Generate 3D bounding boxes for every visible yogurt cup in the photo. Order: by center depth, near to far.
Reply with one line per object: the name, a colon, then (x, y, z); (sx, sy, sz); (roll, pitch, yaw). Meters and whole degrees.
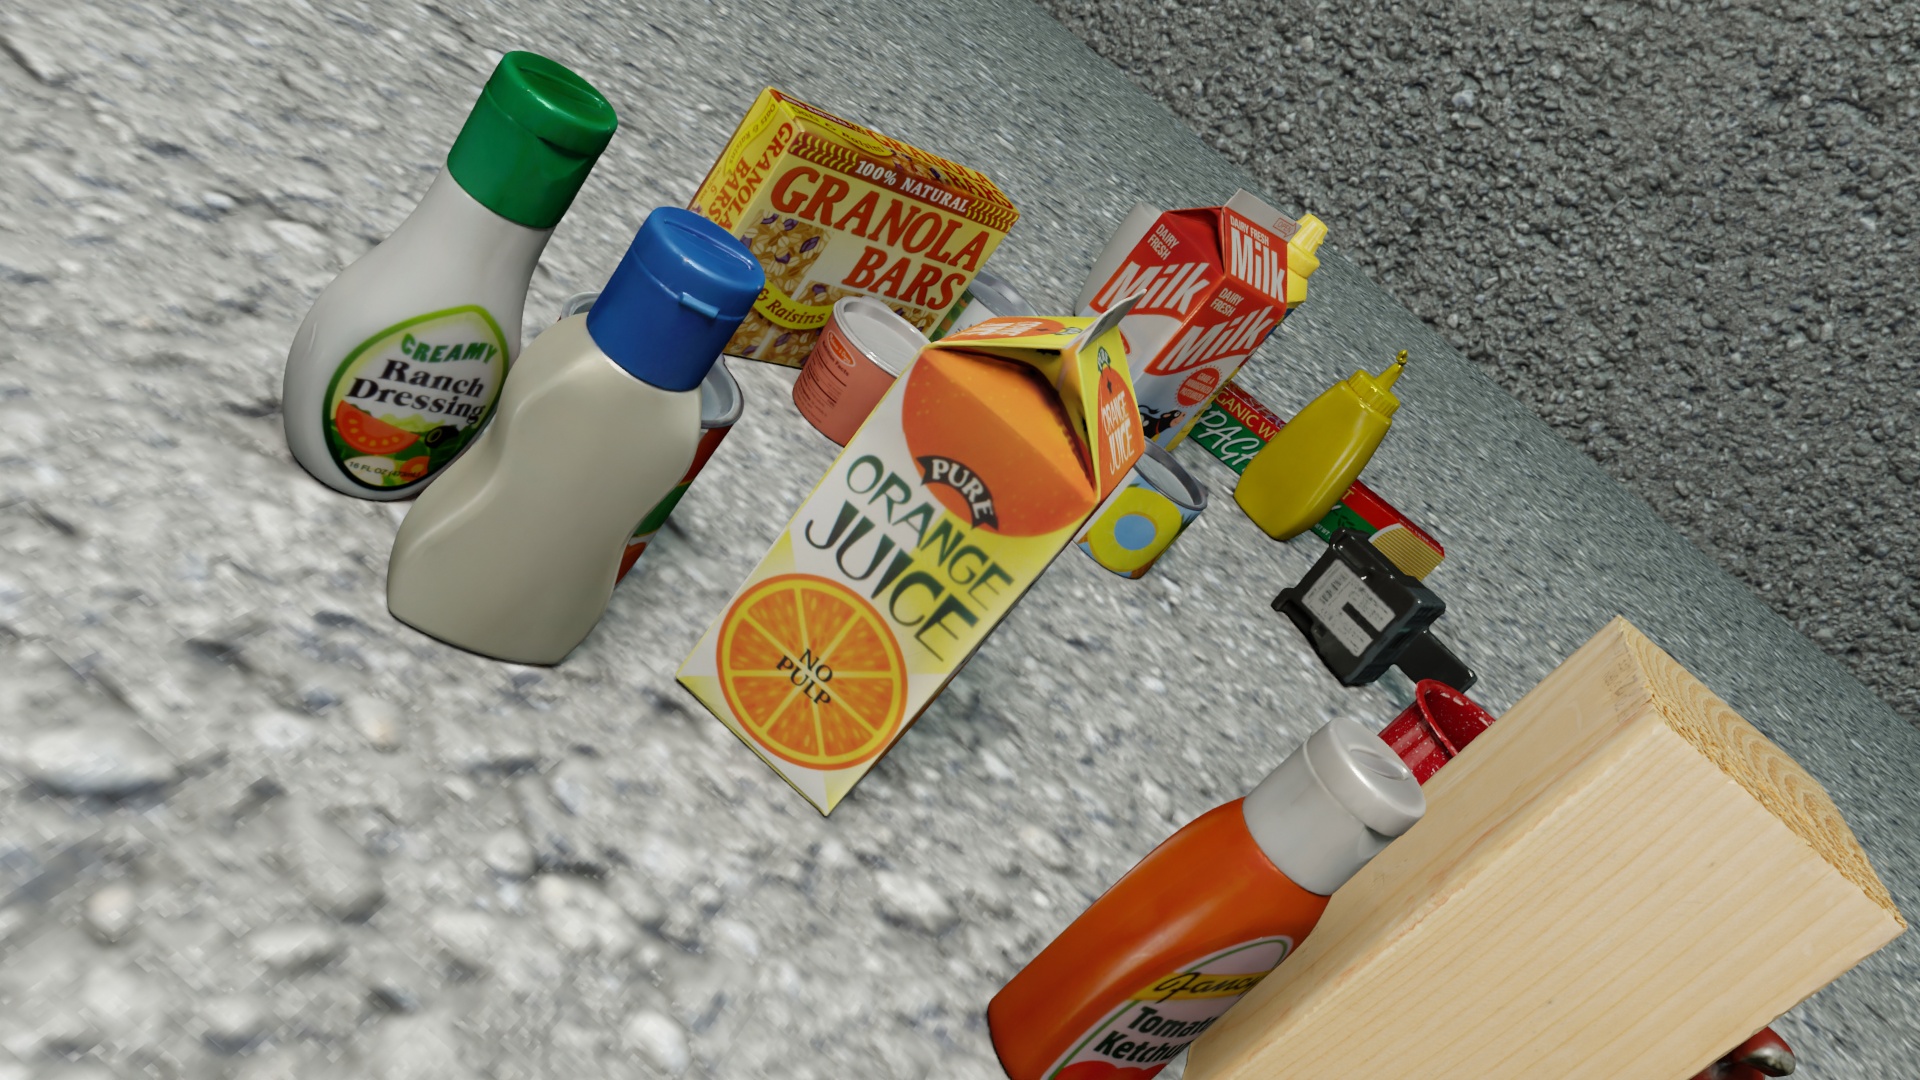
yogurt cup: (-0.048, -0.081, 0.697); (0.072, 0.053, 0.073); (32, 25, -17)

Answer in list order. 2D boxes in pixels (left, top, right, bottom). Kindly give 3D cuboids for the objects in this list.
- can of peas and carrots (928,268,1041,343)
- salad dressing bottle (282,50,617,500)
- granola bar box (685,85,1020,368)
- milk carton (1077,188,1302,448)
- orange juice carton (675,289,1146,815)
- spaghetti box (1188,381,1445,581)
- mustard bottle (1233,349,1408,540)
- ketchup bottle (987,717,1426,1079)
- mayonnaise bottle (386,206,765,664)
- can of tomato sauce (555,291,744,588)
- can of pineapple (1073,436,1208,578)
can of peas and carrots: (0.009, -0.127, 0.849); (0.071, 0.058, 0.071); (32, 25, -17)
salad dressing bottle: (-0.157, -0.079, 0.427); (0.064, 0.147, 0.044); (11, 37, -47)
granola bar box: (-0.063, -0.146, 0.701); (0.166, 0.123, 0.039); (4, 42, -52)
milk carton: (0.132, -0.135, 0.877); (0.072, 0.189, 0.074); (13, 35, -45)
orange juice carton: (-0.005, -0.006, 0.461); (0.073, 0.192, 0.072); (41, 24, 4)
spaghetti box: (0.266, -0.048, 1.085); (0.250, 0.050, 0.029); (37, 24, -6)
mustard bottle: (0.267, -0.072, 0.995); (0.049, 0.159, 0.065); (1, 44, -54)
ketchup bottle: (0.074, 0.114, 0.421); (0.065, 0.148, 0.044); (20, 31, -37)
mayonnaise bottle: (-0.110, -0.028, 0.406); (0.065, 0.147, 0.041); (24, 28, -32)
can of tomato sauce: (-0.123, -0.032, 0.473); (0.071, 0.082, 0.071); (32, 25, -17)
can of pineapple: (0.099, -0.020, 0.792); (0.071, 0.057, 0.071); (32, 25, -17)
